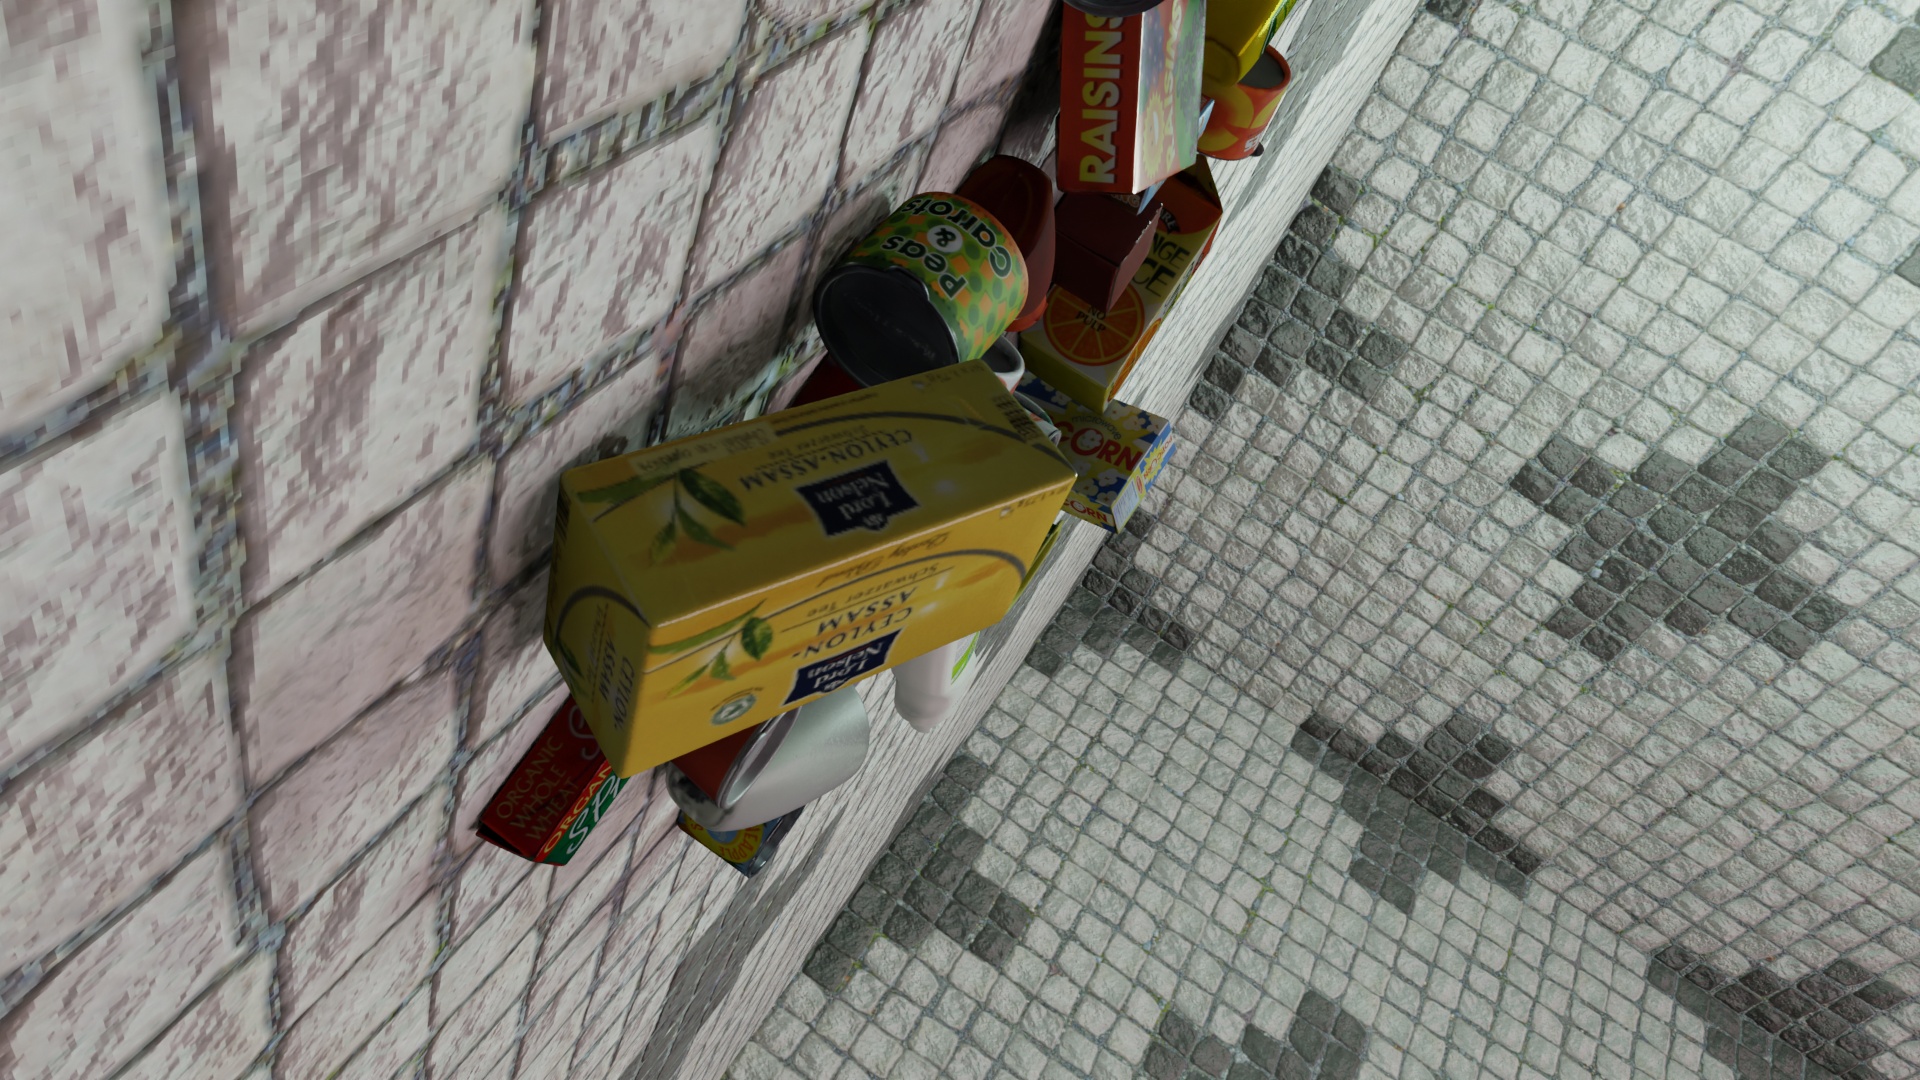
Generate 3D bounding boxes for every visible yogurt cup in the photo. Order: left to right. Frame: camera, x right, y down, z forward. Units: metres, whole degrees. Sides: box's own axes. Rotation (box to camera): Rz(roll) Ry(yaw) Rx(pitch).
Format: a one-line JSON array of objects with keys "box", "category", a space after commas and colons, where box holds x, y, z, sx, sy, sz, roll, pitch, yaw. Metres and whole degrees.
[{"box": [-0.120, 0.093, 0.699, 0.072, 0.054, 0.072, -55, 172, -11], "category": "yogurt cup"}]

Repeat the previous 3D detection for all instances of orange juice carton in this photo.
[{"box": [0.123, -0.192, 0.979, 0.193, 0.073, 0.071, -56, 172, -7], "category": "orange juice carton"}]

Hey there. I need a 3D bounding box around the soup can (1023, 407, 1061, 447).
[{"box": [0.000, -0.051, 0.752, 0.071, 0.084, 0.071, -55, 172, -12], "category": "soup can"}]

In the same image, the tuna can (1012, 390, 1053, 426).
[{"box": [0.022, -0.071, 0.874, 0.032, 0.071, 0.071, -62, 171, 25], "category": "tuna can"}]

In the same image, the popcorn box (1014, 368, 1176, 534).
[{"box": [0.080, -0.068, 1.013, 0.085, 0.127, 0.038, -54, 151, -21], "category": "popcorn box"}]

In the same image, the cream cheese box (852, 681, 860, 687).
[{"box": [-0.070, 0.076, 1.050, 0.104, 0.024, 0.053, -49, 167, -47], "category": "cream cheese box"}]

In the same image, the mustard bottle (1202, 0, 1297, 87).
[{"box": [0.194, -0.356, 0.847, 0.160, 0.049, 0.065, -56, 174, -3], "category": "mustard bottle"}]

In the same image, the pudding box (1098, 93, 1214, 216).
[{"box": [0.104, -0.230, 0.796, 0.084, 0.050, 0.030, -53, 170, -27], "category": "pudding box"}]

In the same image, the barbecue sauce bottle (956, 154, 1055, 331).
[{"box": [0.022, -0.138, 0.692, 0.065, 0.044, 0.148, -62, 173, -2], "category": "barbecue sauce bottle"}]

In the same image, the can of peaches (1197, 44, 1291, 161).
[{"box": [0.182, -0.297, 0.929, 0.071, 0.071, 0.057, -51, 169, -38], "category": "can of peaches"}]

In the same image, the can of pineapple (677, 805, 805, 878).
[{"box": [-0.139, 0.173, 0.890, 0.071, 0.058, 0.071, -55, 172, -12], "category": "can of pineapple"}]

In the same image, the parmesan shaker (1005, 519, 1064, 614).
[{"box": [0.003, -0.011, 0.860, 0.071, 0.103, 0.071, -55, 172, -11], "category": "parmesan shaker"}]

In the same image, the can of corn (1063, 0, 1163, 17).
[{"box": [0.064, -0.230, 0.498, 0.058, 0.071, 0.070, -49, 169, -49], "category": "can of corn"}]

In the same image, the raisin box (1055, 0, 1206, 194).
[{"box": [0.082, -0.214, 0.656, 0.124, 0.040, 0.085, -44, 139, -60], "category": "raisin box"}]

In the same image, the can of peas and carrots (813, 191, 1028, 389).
[{"box": [-0.014, -0.097, 0.546, 0.059, 0.071, 0.070, -52, 171, -36], "category": "can of peas and carrots"}]

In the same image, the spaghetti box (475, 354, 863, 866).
[{"box": [-0.110, 0.027, 0.590, 0.250, 0.029, 0.050, -55, 171, -13], "category": "spaghetti box"}]

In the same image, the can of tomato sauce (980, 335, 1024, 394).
[{"box": [-0.014, -0.063, 0.670, 0.082, 0.071, 0.071, -62, 171, 28], "category": "can of tomato sauce"}]
